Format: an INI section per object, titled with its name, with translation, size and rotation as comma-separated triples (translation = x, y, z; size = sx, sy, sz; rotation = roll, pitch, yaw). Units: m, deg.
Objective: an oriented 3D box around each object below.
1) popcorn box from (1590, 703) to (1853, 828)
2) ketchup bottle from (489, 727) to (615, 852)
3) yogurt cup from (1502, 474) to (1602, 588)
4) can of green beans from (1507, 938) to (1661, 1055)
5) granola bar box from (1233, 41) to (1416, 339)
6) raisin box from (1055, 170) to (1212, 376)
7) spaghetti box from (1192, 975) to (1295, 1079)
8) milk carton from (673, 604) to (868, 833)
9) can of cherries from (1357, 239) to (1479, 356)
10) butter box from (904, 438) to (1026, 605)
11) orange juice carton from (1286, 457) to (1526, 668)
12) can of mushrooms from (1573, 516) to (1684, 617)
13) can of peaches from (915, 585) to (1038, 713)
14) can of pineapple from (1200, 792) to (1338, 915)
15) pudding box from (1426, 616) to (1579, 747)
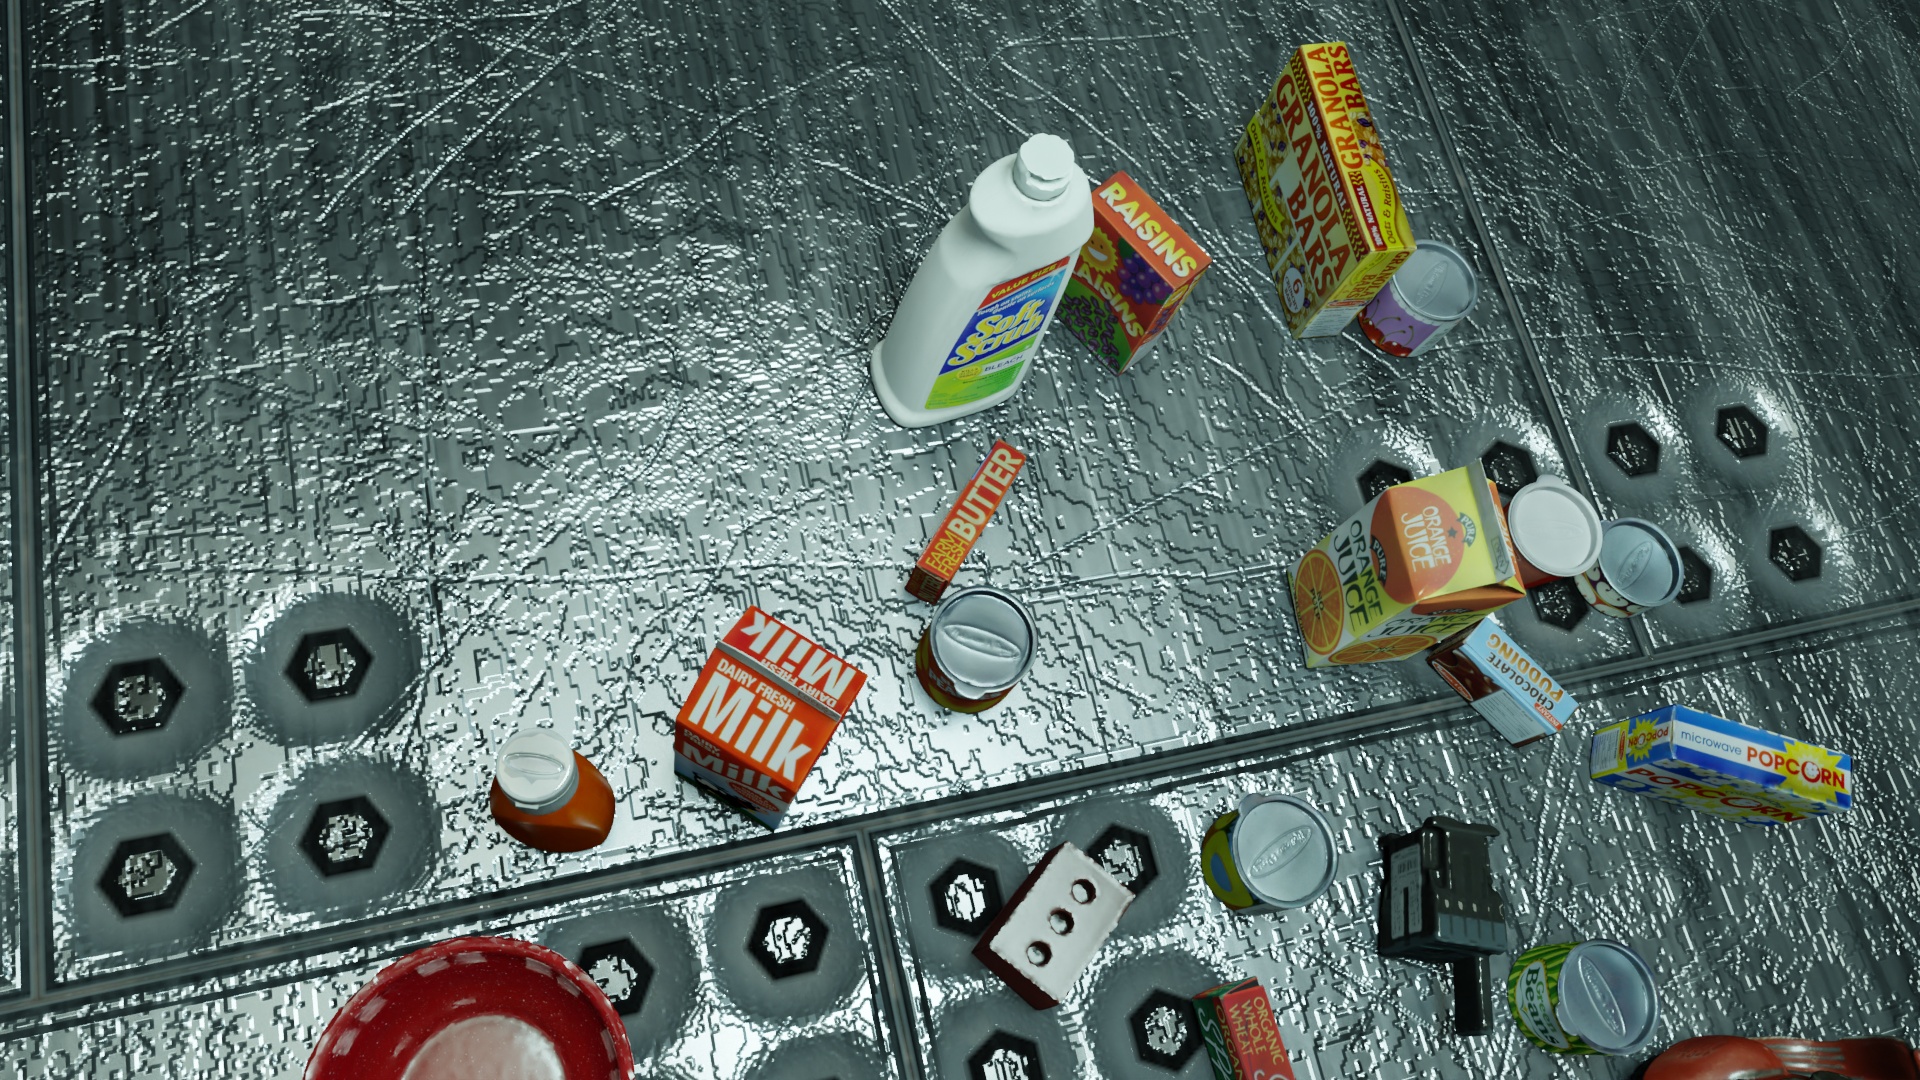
[popcorn box]
translation = 0.491, 0.148, 0.901
size = 0.127, 0.085, 0.038
rotation = 16, 68, -5
[ketchup bottle]
translation = -0.216, 0.132, 0.726
size = 0.065, 0.148, 0.044
rotation = 10, 68, -8
[yogurt cup]
translation = 0.395, 0.000, 0.954
size = 0.072, 0.053, 0.072
rotation = 4, 69, -10
[can of green beans]
translation = 0.377, 0.278, 0.843
size = 0.071, 0.057, 0.071
rotation = 4, 69, -10
[granola bar box]
translation = 0.251, -0.243, 0.978
size = 0.039, 0.123, 0.166
rotation = -8, 72, -14
[raisin box]
translation = 0.106, -0.174, 0.922
size = 0.040, 0.123, 0.086
rotation = -39, 82, -21
[spaghetti box]
translation = 0.188, 0.372, 0.772
size = 0.029, 0.050, 0.250
rotation = -12, 73, -16
[milk carton]
translation = -0.104, 0.095, 0.741
size = 0.072, 0.189, 0.074
rotation = 31, 67, 1
[can of cherries]
translation = 0.328, -0.176, 1.004
size = 0.071, 0.058, 0.072
rotation = 4, 69, -10
[butter box]
translation = 0.003, -0.011, 0.877
size = 0.024, 0.053, 0.104
rotation = 32, 67, 1
[orange juice carton]
translation = 0.275, 0.018, 0.847
size = 0.073, 0.192, 0.072
rotation = -3, 71, -13
[can of mushrooms]
translation = 0.465, 0.018, 0.973
size = 0.071, 0.033, 0.071
rotation = 4, 69, -10
[can of peaches]
translation = 0.008, 0.069, 0.845
size = 0.071, 0.058, 0.071
rotation = 4, 69, -10
[can of pineapple]
translation = 0.184, 0.188, 0.837
size = 0.071, 0.057, 0.071
rotation = 4, 69, -10
[pudding box]
translation = 0.355, 0.094, 0.913
size = 0.084, 0.049, 0.030
rotation = 45, 68, 7
